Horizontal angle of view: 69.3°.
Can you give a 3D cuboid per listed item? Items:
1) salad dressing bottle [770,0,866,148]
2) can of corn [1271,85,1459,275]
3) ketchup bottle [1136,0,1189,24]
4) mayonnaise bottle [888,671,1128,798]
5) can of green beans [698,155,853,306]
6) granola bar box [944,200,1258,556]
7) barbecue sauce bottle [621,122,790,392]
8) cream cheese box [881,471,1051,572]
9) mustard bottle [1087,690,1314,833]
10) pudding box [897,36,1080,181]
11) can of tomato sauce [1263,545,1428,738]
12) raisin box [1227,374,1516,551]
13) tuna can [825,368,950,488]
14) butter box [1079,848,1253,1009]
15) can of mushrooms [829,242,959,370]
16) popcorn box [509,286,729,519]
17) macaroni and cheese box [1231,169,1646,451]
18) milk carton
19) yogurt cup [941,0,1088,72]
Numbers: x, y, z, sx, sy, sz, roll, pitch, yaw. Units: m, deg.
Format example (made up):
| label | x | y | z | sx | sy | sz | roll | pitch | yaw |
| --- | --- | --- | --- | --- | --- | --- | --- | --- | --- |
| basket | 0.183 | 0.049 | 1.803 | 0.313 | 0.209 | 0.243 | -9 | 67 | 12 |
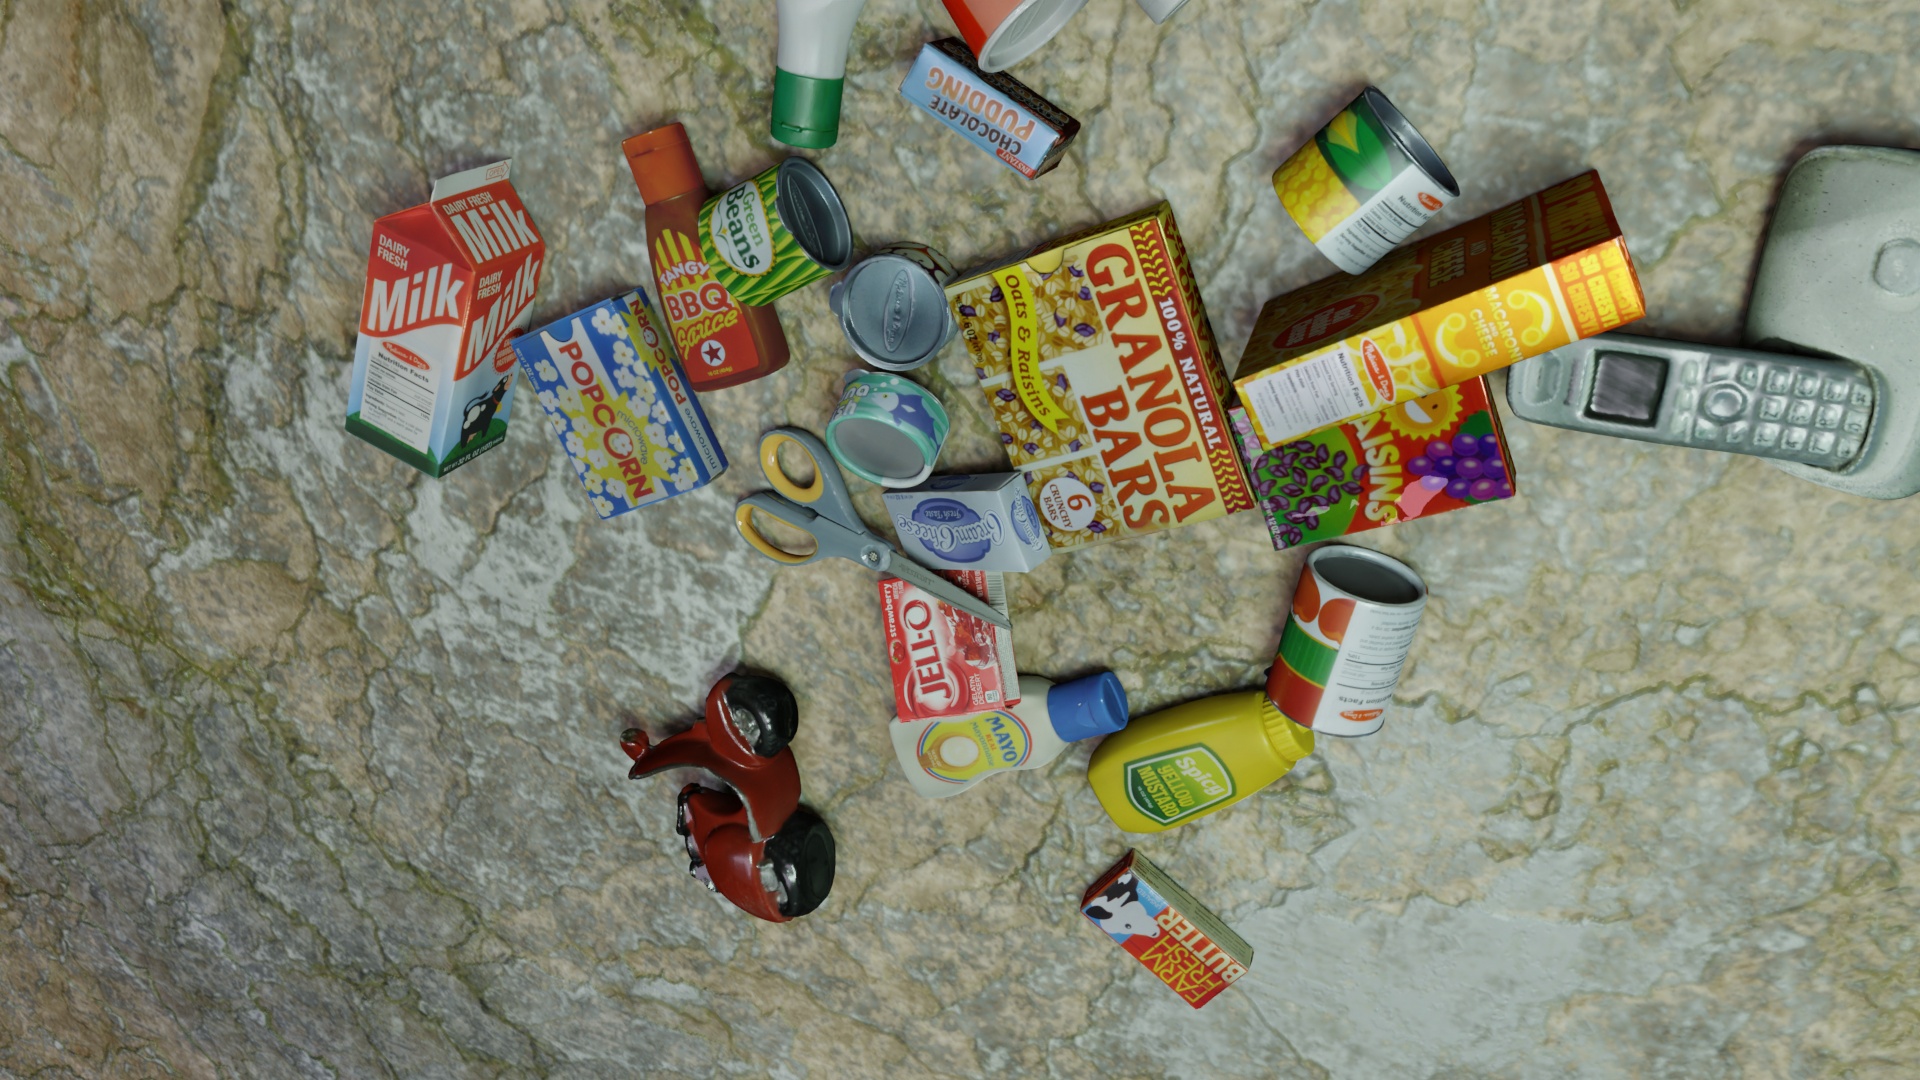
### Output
| label | x | y | z | sx | sy | sz | roll | pitch | yaw |
| --- | --- | --- | --- | --- | --- | --- | --- | --- | --- |
| salad dressing bottle | -0.073 | -0.280 | 0.717 | 0.064 | 0.044 | 0.146 | 18 | 120 | 11 |
| can of corn | 0.189 | -0.170 | 0.655 | 0.071 | 0.071 | 0.058 | 47 | 121 | -4 |
| ketchup bottle | 0.059 | -0.312 | 0.650 | 0.064 | 0.044 | 0.148 | -39 | 97 | 22 |
| mayonnaise bottle | 0.030 | 0.115 | 0.859 | 0.148 | 0.041 | 0.064 | -19 | 100 | 28 |
| can of green beans | -0.102 | -0.169 | 0.764 | 0.057 | 0.071 | 0.071 | -18 | 106 | 28 |
| granola bar box | 0.079 | -0.082 | 0.751 | 0.124 | 0.039 | 0.165 | -14 | 108 | 26 |
| barbecue sauce bottle | -0.151 | -0.163 | 0.800 | 0.065 | 0.044 | 0.148 | -10 | 109 | 26 |
| cream cheese box | 0.003 | -0.010 | 0.800 | 0.103 | 0.024 | 0.053 | 0 | 118 | 49 |
| mustard bottle | 0.153 | 0.121 | 0.811 | 0.160 | 0.049 | 0.065 | -27 | 105 | 29 |
| pudding box | 0.015 | -0.220 | 0.706 | 0.084 | 0.050 | 0.030 | 35 | 120 | 3 |
| can of tomato sauce | 0.206 | 0.053 | 0.750 | 0.071 | 0.071 | 0.082 | 17 | 118 | 13 |
| raisin box | 0.211 | -0.051 | 0.713 | 0.123 | 0.040 | 0.086 | -15 | 107 | 25 |
| tuna can | -0.044 | -0.064 | 0.793 | 0.071 | 0.033 | 0.070 | 15 | 147 | 10 |
| butter box | 0.133 | 0.251 | 0.892 | 0.103 | 0.024 | 0.053 | 40 | 120 | 0 |
| can of mushrooms | -0.035 | -0.132 | 0.775 | 0.071 | 0.033 | 0.070 | 9 | 117 | 17 |
| popcorn box | -0.210 | -0.083 | 0.862 | 0.085 | 0.038 | 0.126 | -16 | 107 | 28 |
| macaroni and cheese box | 0.217 | -0.106 | 0.638 | 0.166 | 0.124 | 0.040 | -19 | 108 | 27 |
| milk carton | -0.315 | -0.142 | 0.856 | 0.073 | 0.073 | 0.189 | 28 | 121 | 7 |
| yogurt cup | 0.021 | -0.270 | 0.673 | 0.072 | 0.073 | 0.054 | -39 | 88 | 31 |
